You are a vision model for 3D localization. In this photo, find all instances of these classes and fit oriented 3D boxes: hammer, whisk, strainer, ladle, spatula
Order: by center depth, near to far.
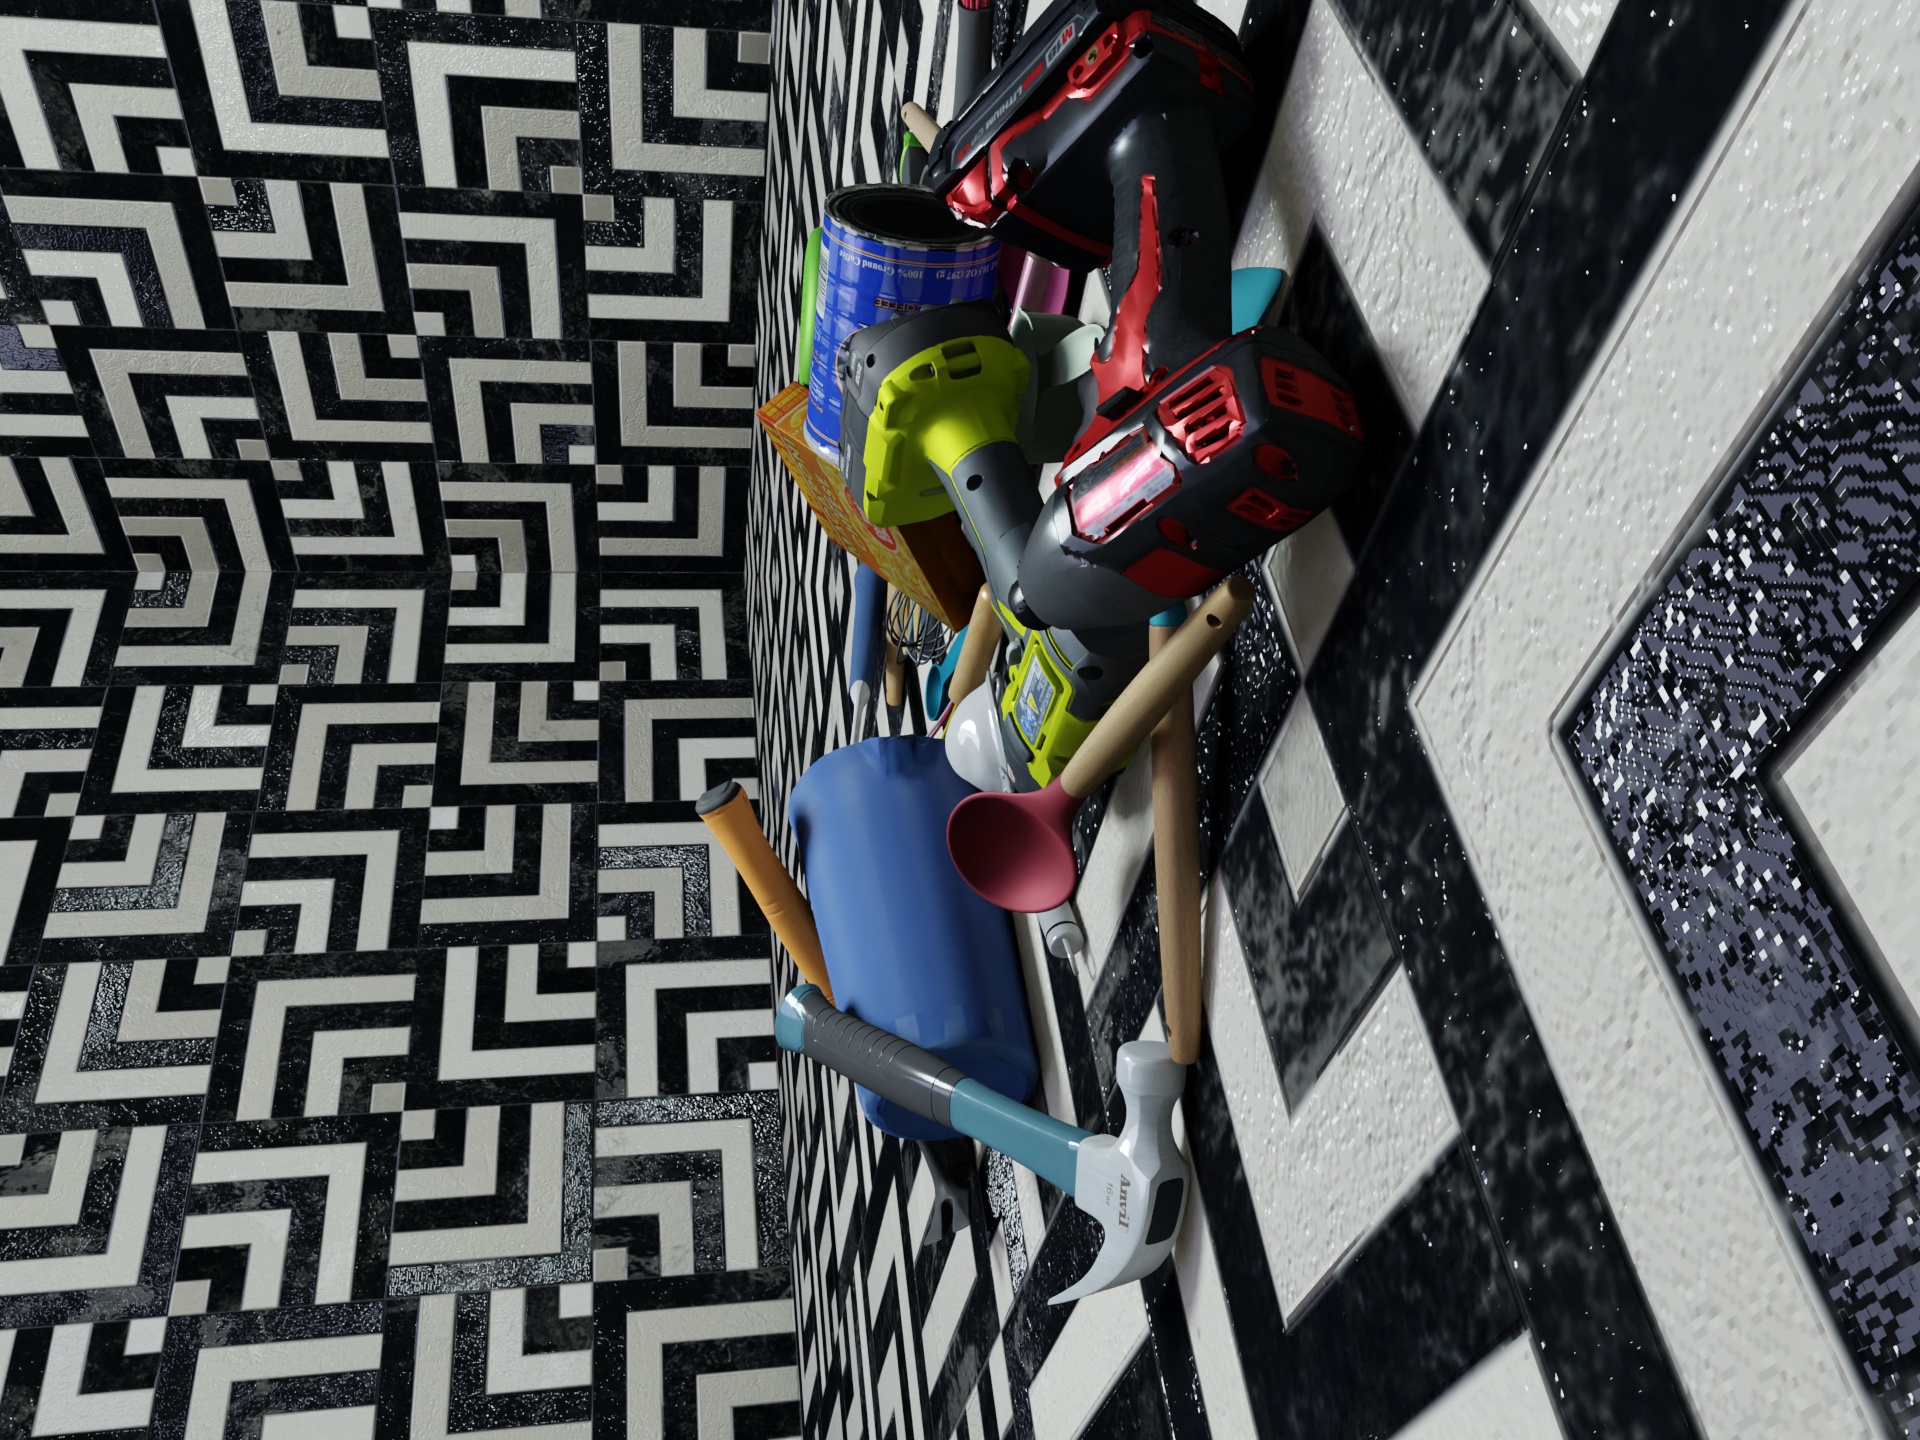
[{"bbox_3d":[0.094,-0.014,0.629,0.082,0.044,0.317,-136,42,-73],"label":"spatula"},{"bbox_3d":[0.054,0.016,0.649,0.031,0.069,0.315,-50,-4,-26],"label":"ladle"},{"bbox_3d":[-0.005,0.189,0.806,0.331,0.033,0.128,9,98,55],"label":"hammer"},{"bbox_3d":[0.030,0.053,0.920,0.259,0.050,0.086,-110,6,-51],"label":"strainer"},{"bbox_3d":[0.010,-0.446,0.945,0.295,0.073,0.073,92,171,-51],"label":"whisk"},{"bbox_3d":[-0.081,0.189,1.059,0.336,0.034,0.127,61,-172,-17],"label":"hammer"},{"bbox_3d":[-0.001,-0.005,1.076,0.244,0.047,0.051,108,147,-47],"label":"whisk"},{"bbox_3d":[-0.014,-0.130,1.113,0.055,0.055,0.238,-102,20,-45],"label":"whisk"},{"bbox_3d":[-0.085,-0.012,1.328,0.406,0.035,0.144,-89,1,-56],"label":"hammer"}]

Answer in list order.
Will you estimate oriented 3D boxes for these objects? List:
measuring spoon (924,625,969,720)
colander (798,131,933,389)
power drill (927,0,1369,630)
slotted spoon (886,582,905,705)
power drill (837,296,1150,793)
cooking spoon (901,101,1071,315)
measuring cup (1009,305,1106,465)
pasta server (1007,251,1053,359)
[{"bbox_3d":[0.003,-0.040,1.126,0.128,0.021,0.042,124,145,-56],"label":"measuring spoon"},{"bbox_3d":[-0.065,-0.330,1.141,0.398,0.094,0.204,-94,11,-47],"label":"colander"},{"bbox_3d":[0.057,-0.141,0.567,0.143,0.078,0.220,-35,53,44],"label":"power drill"},{"bbox_3d":[-0.051,-0.149,1.350,0.070,0.031,0.313,-106,16,-57],"label":"slotted spoon"},{"bbox_3d":[0.019,-0.073,0.761,0.171,0.080,0.223,107,142,-60],"label":"power drill"},{"bbox_3d":[0.012,-0.317,0.953,0.319,0.017,0.068,-116,27,-49],"label":"cooking spoon"},{"bbox_3d":[0.058,-0.167,0.766,0.167,0.038,0.083,-171,80,-77],"label":"measuring cup"},{"bbox_3d":[0.041,-0.263,0.802,0.040,0.060,0.316,34,135,19],"label":"pasta server"}]
